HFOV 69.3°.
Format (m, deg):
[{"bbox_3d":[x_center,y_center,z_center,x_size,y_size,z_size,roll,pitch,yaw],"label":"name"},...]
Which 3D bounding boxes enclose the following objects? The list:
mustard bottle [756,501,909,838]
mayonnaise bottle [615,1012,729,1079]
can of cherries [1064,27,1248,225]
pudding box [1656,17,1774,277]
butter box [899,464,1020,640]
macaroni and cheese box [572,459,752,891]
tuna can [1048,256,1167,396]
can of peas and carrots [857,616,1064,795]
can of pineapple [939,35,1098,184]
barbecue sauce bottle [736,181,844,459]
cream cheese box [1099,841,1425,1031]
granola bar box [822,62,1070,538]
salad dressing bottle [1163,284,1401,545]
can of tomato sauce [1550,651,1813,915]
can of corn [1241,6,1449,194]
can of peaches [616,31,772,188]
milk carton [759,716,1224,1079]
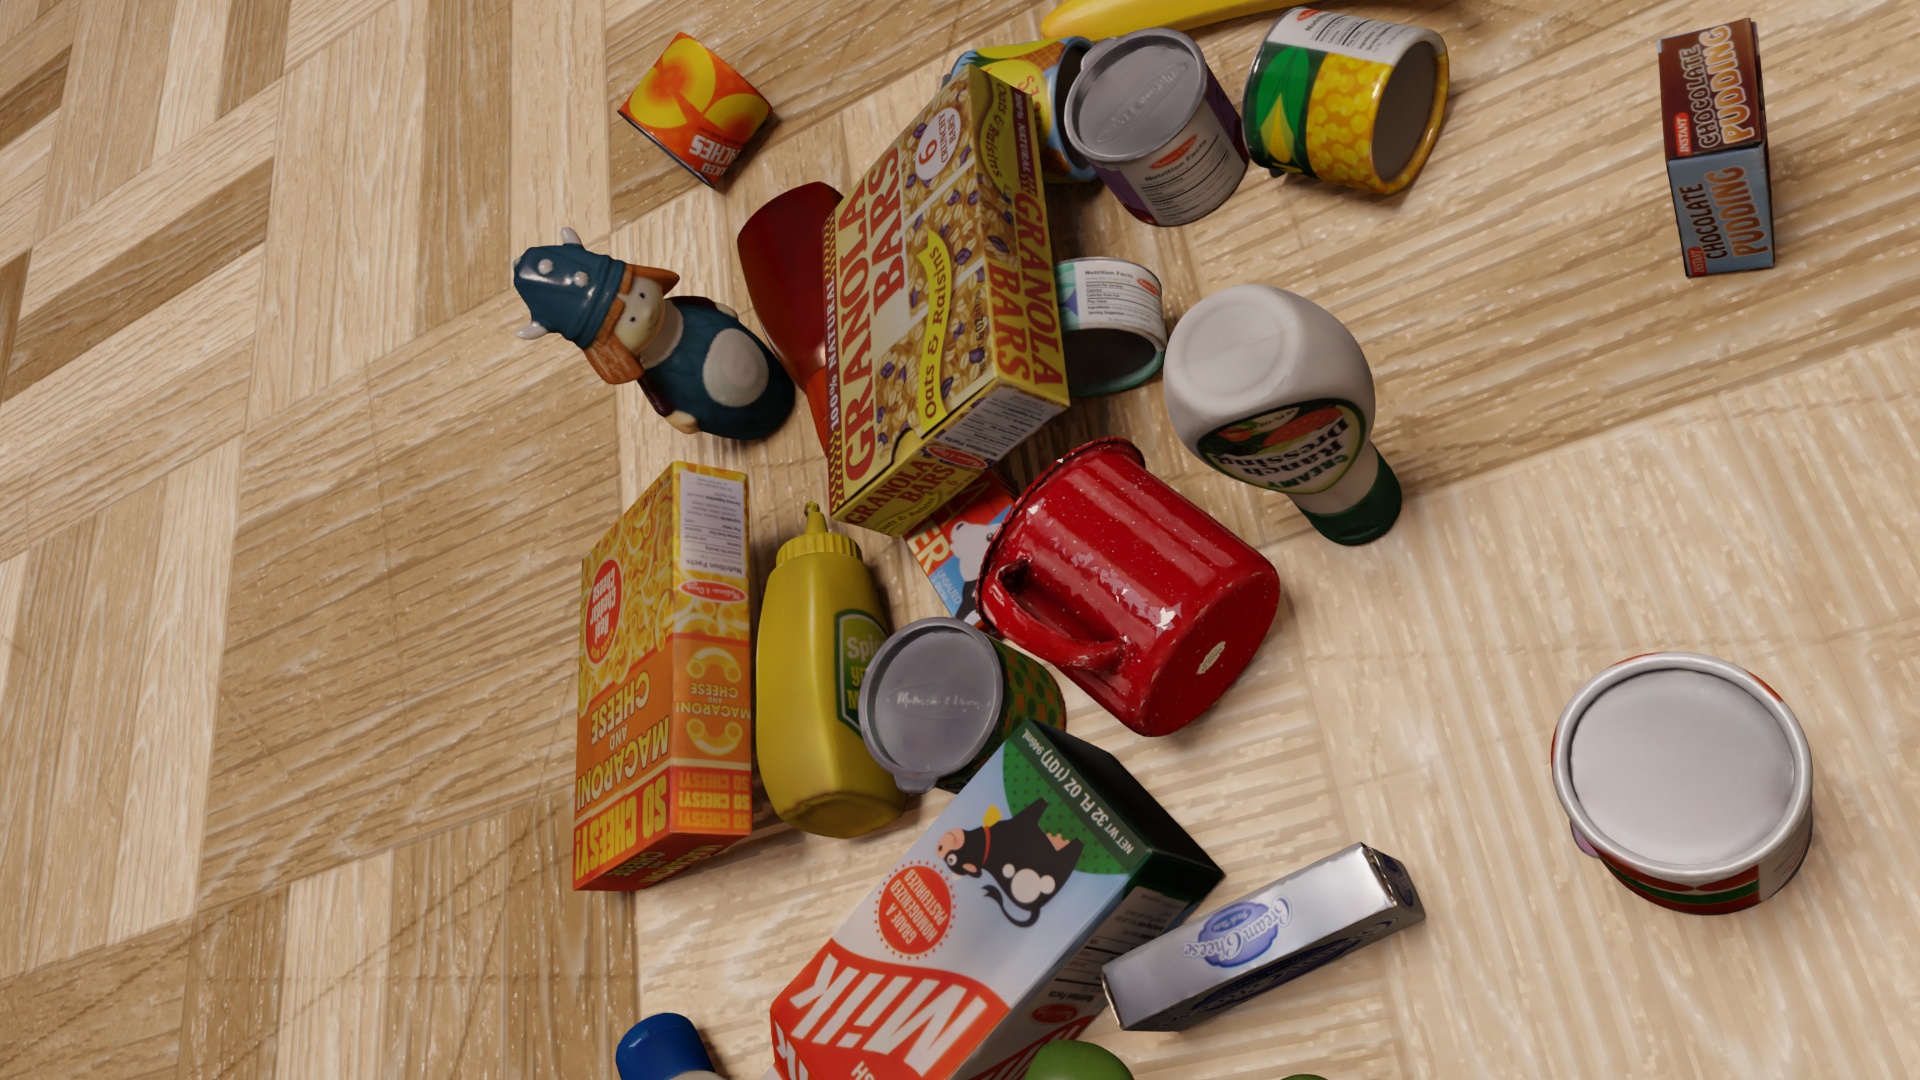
[{"bbox_3d":[-0.059,0.047,0.611,0.048,0.065,0.161,-25,56,26],"label":"mustard bottle"},{"bbox_3d":[-0.098,0.249,0.545,0.065,0.041,0.148,-37,37,-9],"label":"mayonnaise bottle"},{"bbox_3d":[0.088,-0.185,0.619,0.071,0.058,0.072,-12,66,28],"label":"can of cherries"},{"bbox_3d":[0.260,-0.132,0.477,0.030,0.083,0.050,-4,69,30],"label":"pudding box"},{"bbox_3d":[0.002,-0.008,0.619,0.053,0.024,0.104,-41,55,11],"label":"butter box"},{"bbox_3d":[-0.137,0.065,0.634,0.123,0.040,0.167,-35,52,49],"label":"macaroni and cheese box"},{"bbox_3d":[0.053,-0.089,0.597,0.071,0.071,0.033,-14,66,26],"label":"tuna can"},{"bbox_3d":[0.001,0.072,0.566,0.071,0.058,0.071,-12,66,28],"label":"can of peas and carrots"},{"bbox_3d":[0.033,-0.200,0.651,0.058,0.071,0.071,4,73,32],"label":"can of pineapple"},{"bbox_3d":[-0.068,-0.107,0.690,0.064,0.043,0.149,-30,59,19],"label":"barbecue sauce bottle"},{"bbox_3d":[0.105,0.139,0.480,0.103,0.053,0.024,-31,60,17],"label":"cream cheese box"},{"bbox_3d":[-0.013,-0.102,0.601,0.123,0.039,0.166,-36,48,44],"label":"granola bar box"},{"bbox_3d":[0.119,-0.037,0.484,0.064,0.147,0.044,-19,63,24],"label":"salad dressing bottle"},{"bbox_3d":[0.217,0.075,0.419,0.071,0.083,0.071,-12,65,27],"label":"can of tomato sauce"},{"bbox_3d":[0.158,-0.178,0.570,0.058,0.071,0.071,26,86,35],"label":"can of corn"},{"bbox_3d":[-0.146,-0.240,0.779,0.071,0.071,0.058,40,93,36],"label":"can of peaches"},{"bbox_3d":[0.000,0.165,0.520,0.190,0.073,0.072,-50,54,5],"label":"milk carton"}]
